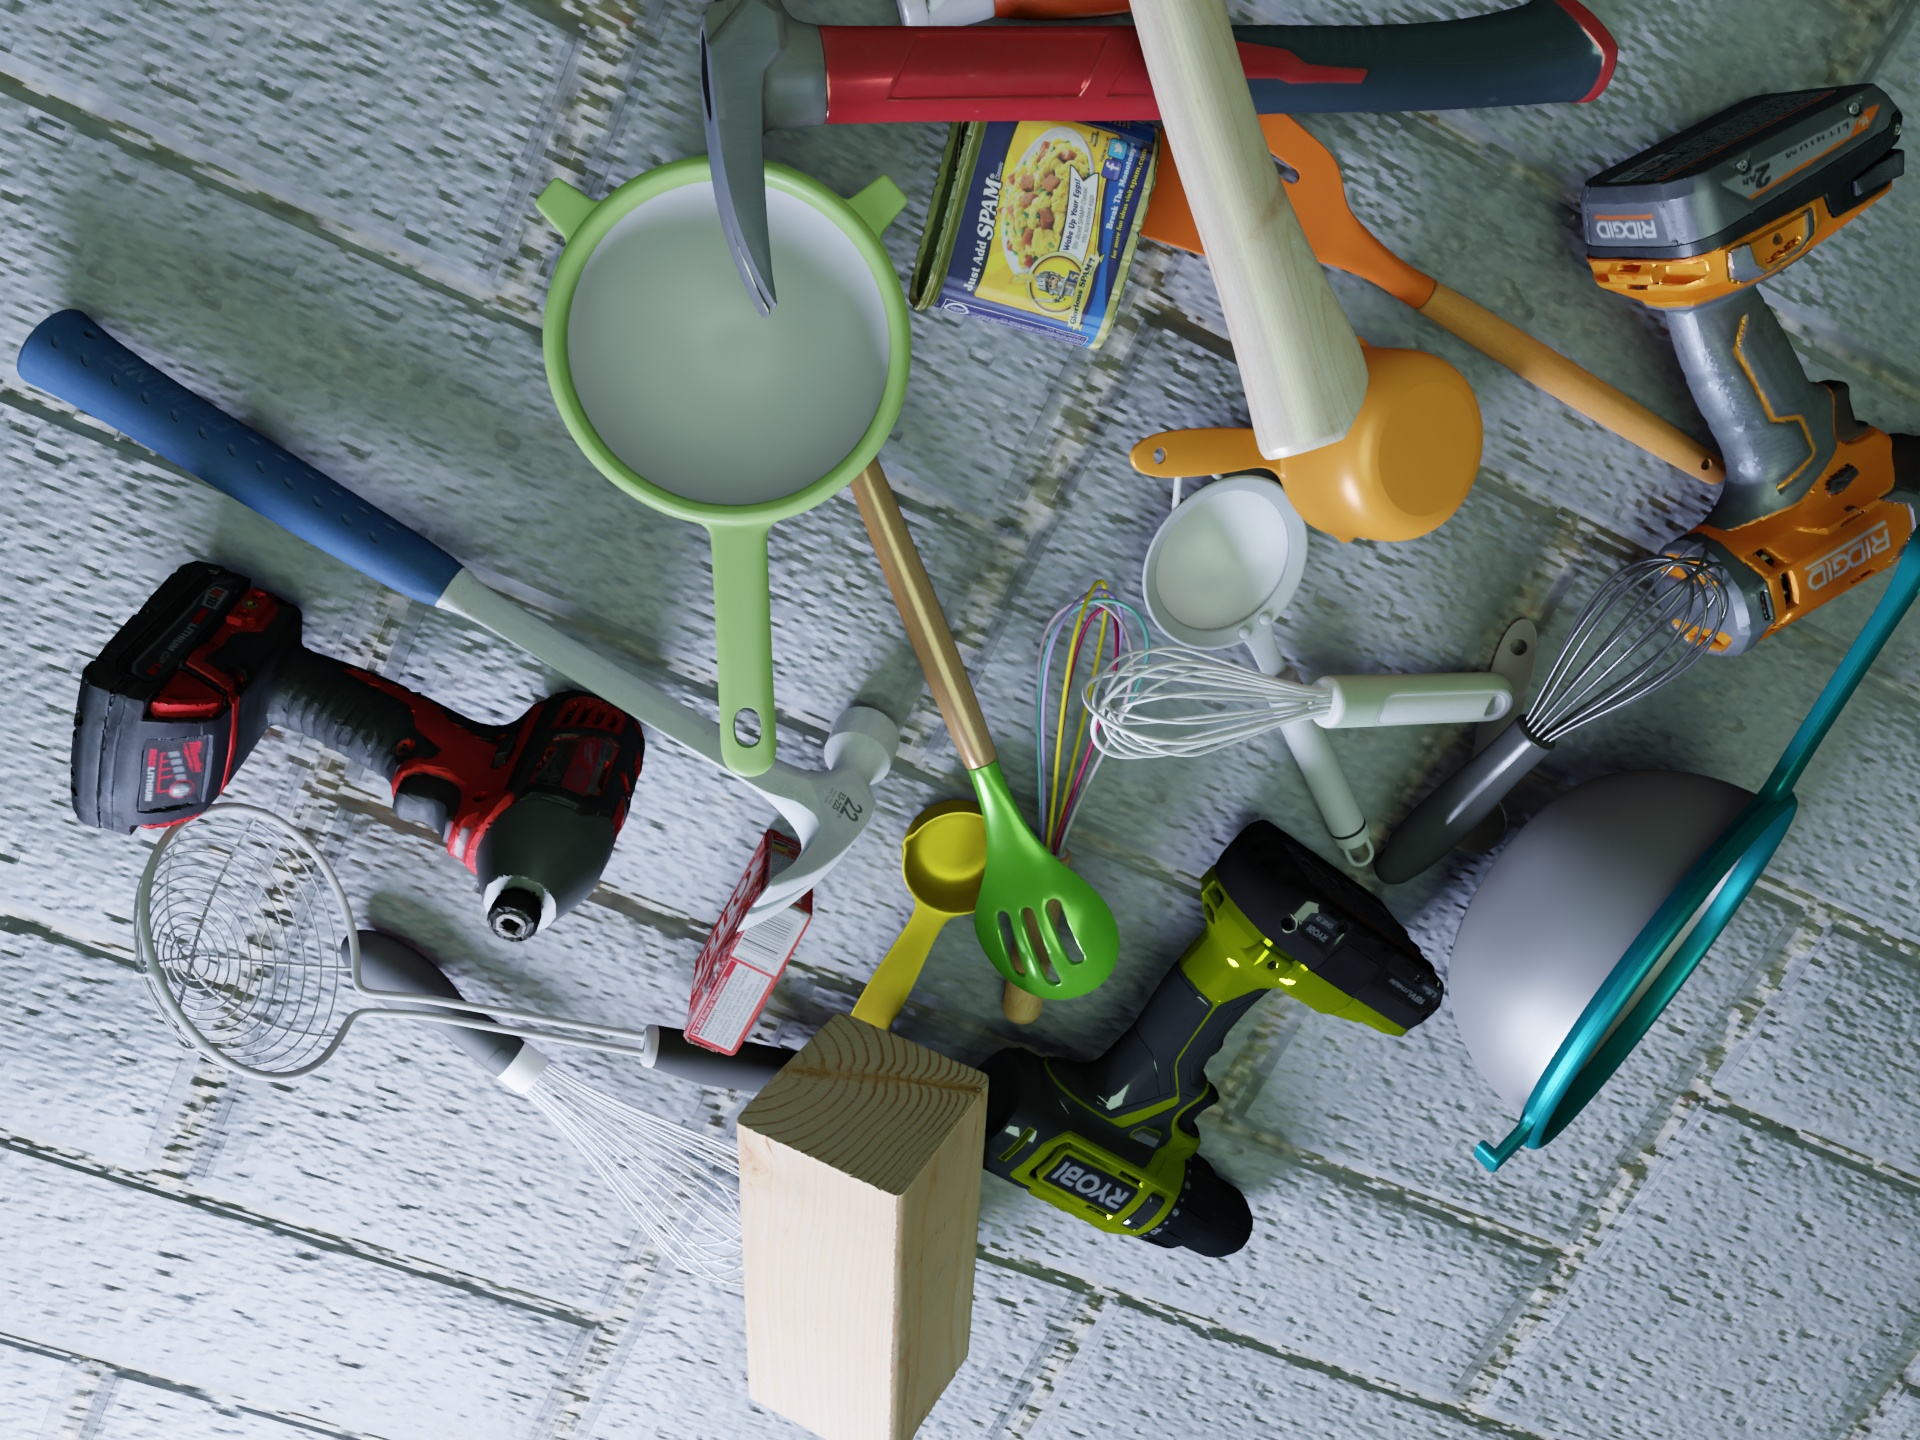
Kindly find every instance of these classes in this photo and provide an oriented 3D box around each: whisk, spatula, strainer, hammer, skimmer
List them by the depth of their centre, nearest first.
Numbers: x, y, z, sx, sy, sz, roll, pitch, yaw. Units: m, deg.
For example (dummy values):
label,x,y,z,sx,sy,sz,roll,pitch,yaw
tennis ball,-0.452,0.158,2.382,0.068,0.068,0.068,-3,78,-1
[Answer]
label,x,y,z,sx,sy,sz,roll,pitch,yaw
hammer,0.064,-0.294,0.585,0.146,0.038,0.410,-22,103,-14
hammer,0.091,-0.245,0.640,0.386,0.038,0.143,-7,97,-15
strainer,-0.096,-0.107,0.690,0.151,0.069,0.256,-2,98,-5
hammer,-0.216,-0.051,0.697,0.405,0.144,0.035,32,126,-9
spatula,0.229,-0.187,0.735,0.322,0.041,0.081,25,106,-18
whisk,0.165,-0.008,0.741,0.246,0.059,0.057,-2,123,-27
skimmer,-0.198,0.132,0.759,0.363,0.127,0.090,16,135,-22
strainer,0.330,0.046,0.760,0.095,0.211,0.340,36,116,29
whisk,0.275,0.004,0.764,0.055,0.055,0.239,24,129,-14
strainer,0.151,-0.024,0.777,0.087,0.050,0.258,-32,116,-4
whisk,0.051,0.045,0.794,0.051,0.047,0.244,5,114,-9
whisk,-0.199,0.197,0.818,0.284,0.070,0.070,41,101,-13

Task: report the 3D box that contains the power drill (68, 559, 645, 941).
label,x,y,z,sx,sy,sz,roll,pitch,yaw
power drill,-0.256,0.020,0.697,0.219,0.143,0.078,18,123,-10

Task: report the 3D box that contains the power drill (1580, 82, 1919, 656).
label,x,y,z,sx,sy,sz,roll,pitch,yaw
power drill,0.380,-0.161,0.721,0.164,0.084,0.226,-28,113,-10

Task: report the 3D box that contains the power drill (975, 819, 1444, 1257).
label,x,y,z,sx,sy,sz,roll,pitch,yaw
power drill,0.135,0.180,0.830,0.190,0.080,0.228,33,106,-26

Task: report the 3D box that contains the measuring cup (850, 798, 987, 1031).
label,x,y,z,sx,sy,sz,roll,pitch,yaw
measuring cup,-0.024,0.108,0.816,0.062,0.029,0.156,24,108,-14

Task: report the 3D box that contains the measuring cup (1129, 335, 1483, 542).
label,x,y,z,sx,sy,sz,roll,pitch,yaw
measuring cup,0.158,-0.119,0.700,0.173,0.052,0.095,-9,107,-30

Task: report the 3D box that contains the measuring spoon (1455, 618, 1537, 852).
label,x,y,z,sx,sy,sz,roll,pitch,yaw
measuring spoon,0.274,0.008,0.815,0.034,0.018,0.124,15,104,19

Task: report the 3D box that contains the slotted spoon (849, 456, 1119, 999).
label,x,y,z,sx,sy,sz,roll,pitch,yaw
slotted spoon,-0.001,-0.002,0.752,0.070,0.031,0.313,-18,101,21
